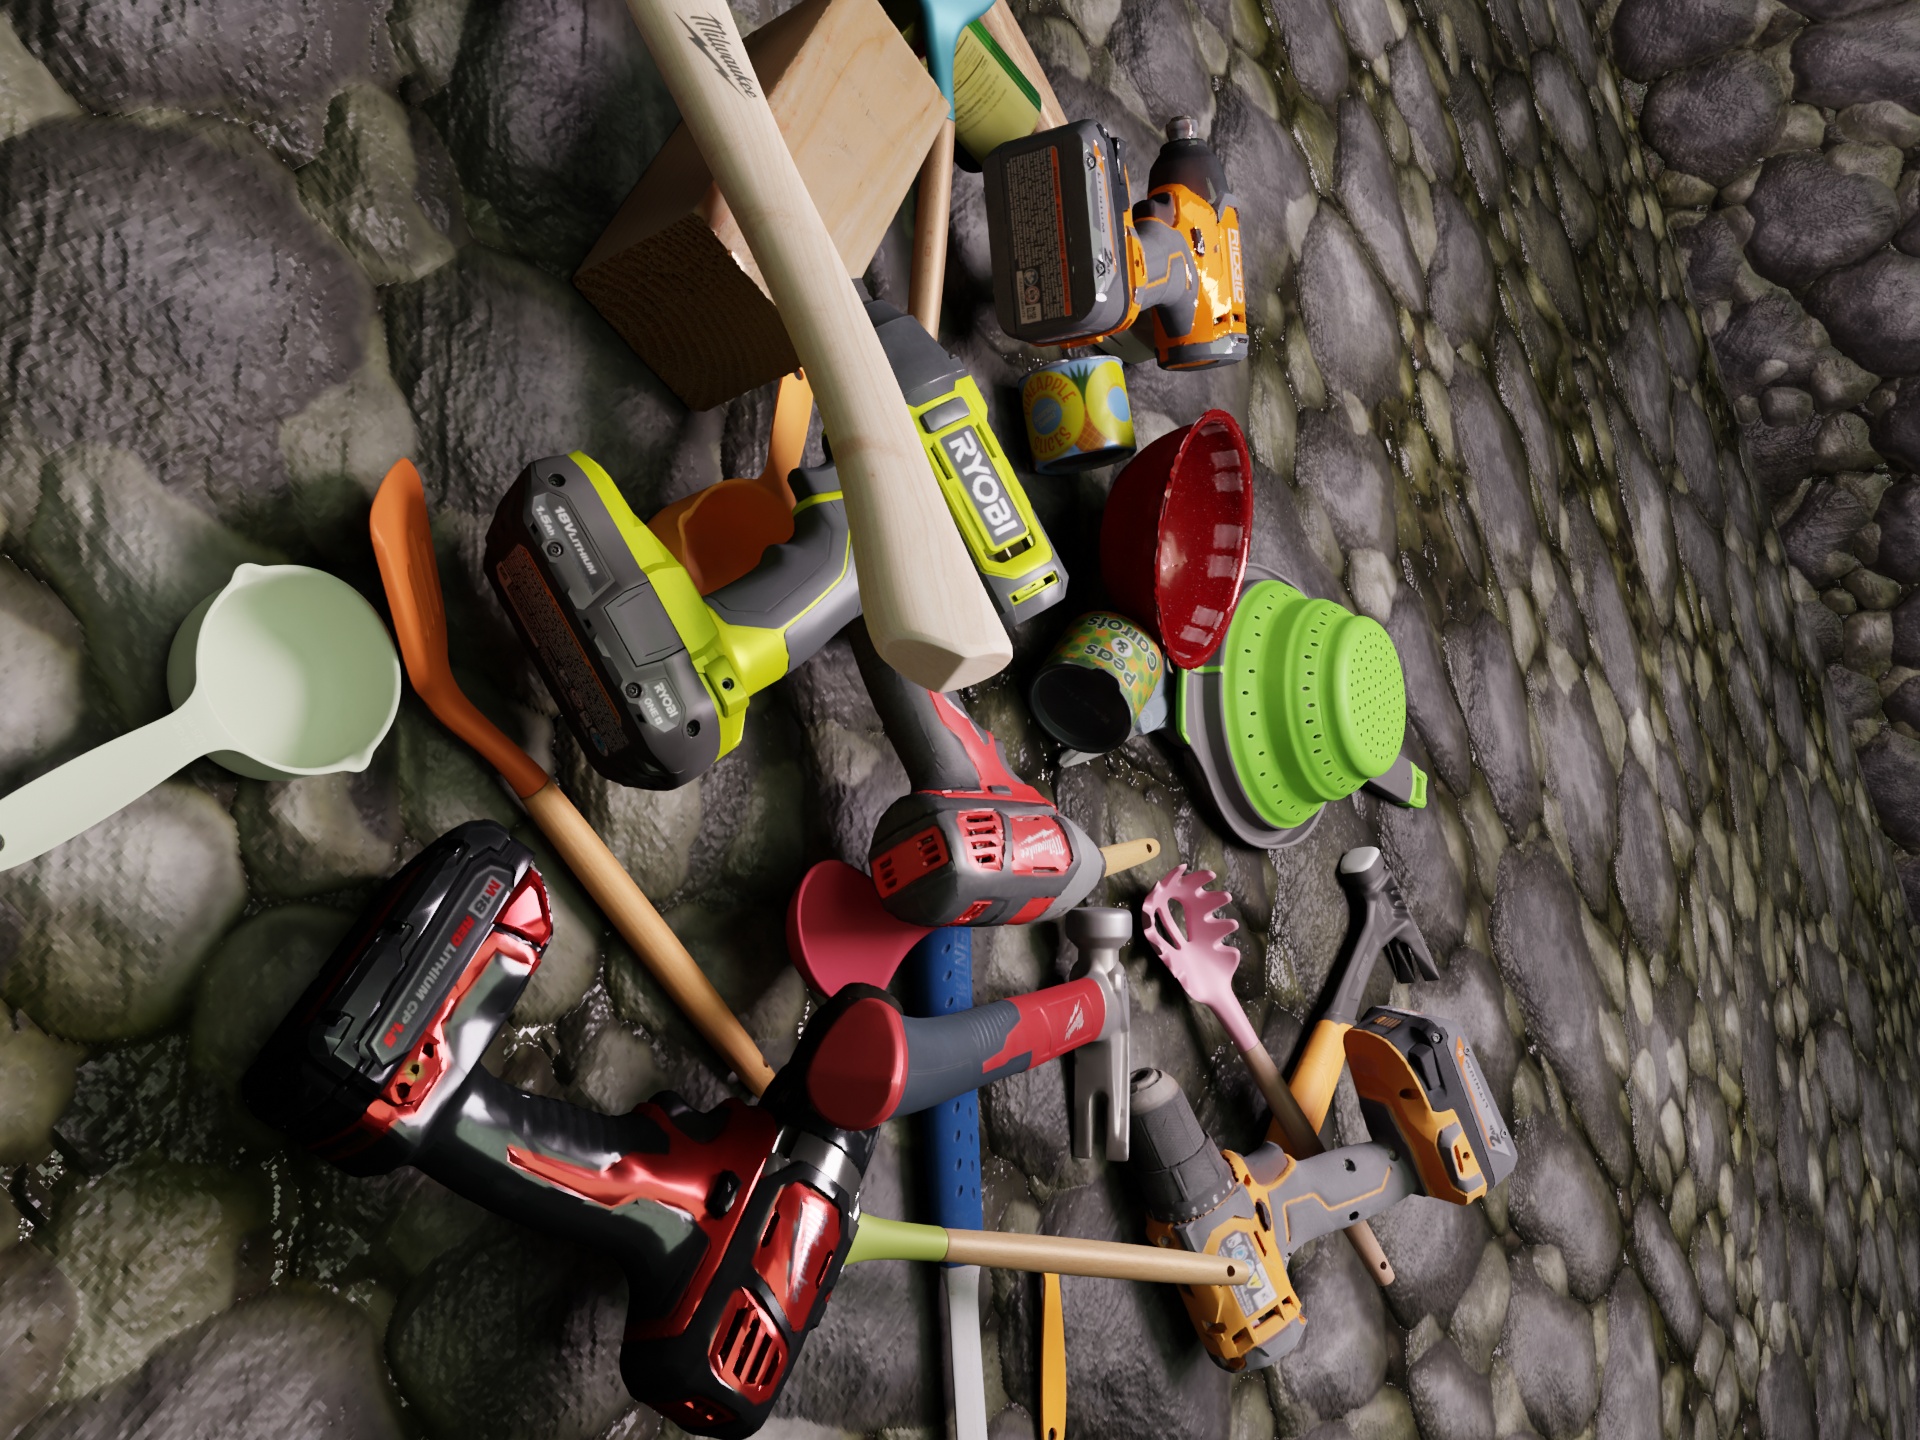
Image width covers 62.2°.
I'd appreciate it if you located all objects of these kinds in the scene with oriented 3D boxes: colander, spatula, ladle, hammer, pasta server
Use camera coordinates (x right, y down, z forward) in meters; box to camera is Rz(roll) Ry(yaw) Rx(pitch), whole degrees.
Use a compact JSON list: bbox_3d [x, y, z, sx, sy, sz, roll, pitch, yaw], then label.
[{"bbox_3d":[0.296,0.007,1.168,0.396,0.094,0.205,23,68,-49],"label":"colander"},{"bbox_3d":[-0.156,0.042,0.663,0.322,0.041,0.081,59,6,-26],"label":"spatula"},{"bbox_3d":[0.020,0.249,0.747,0.320,0.062,0.078,16,68,-29],"label":"ladle"},{"bbox_3d":[0.017,0.088,0.819,0.315,0.031,0.069,-8,81,-52],"label":"ladle"},{"bbox_3d":[-0.062,-0.199,0.669,0.146,0.038,0.411,-12,68,-30],"label":"hammer"},{"bbox_3d":[-0.008,-0.308,0.880,0.082,0.044,0.317,2,95,-40],"label":"spatula"},{"bbox_3d":[0.023,0.163,0.743,0.386,0.038,0.143,15,74,-70],"label":"hammer"},{"bbox_3d":[-0.002,0.282,0.792,0.144,0.035,0.406,9,73,-49],"label":"hammer"},{"bbox_3d":[0.263,0.237,1.129,0.127,0.034,0.337,60,42,-19],"label":"hammer"},{"bbox_3d":[0.060,-0.386,1.054,0.331,0.031,0.130,57,43,-23],"label":"hammer"},{"bbox_3d":[0.201,0.231,1.015,0.060,0.040,0.316,-33,97,-22],"label":"pasta server"}]

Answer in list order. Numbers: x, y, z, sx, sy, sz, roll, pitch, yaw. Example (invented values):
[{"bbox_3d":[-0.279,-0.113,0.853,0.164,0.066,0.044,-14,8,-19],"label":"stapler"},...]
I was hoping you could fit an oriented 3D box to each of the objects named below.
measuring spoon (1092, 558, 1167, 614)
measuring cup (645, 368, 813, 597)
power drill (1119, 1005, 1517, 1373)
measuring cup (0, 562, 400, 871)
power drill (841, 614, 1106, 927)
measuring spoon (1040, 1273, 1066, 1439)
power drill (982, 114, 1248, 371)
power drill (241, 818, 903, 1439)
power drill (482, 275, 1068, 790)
[{"bbox_3d":[0.104,-0.070,1.039,0.128,0.021,0.042,-29,99,-41],"label":"measuring spoon"},{"bbox_3d":[-0.105,-0.101,0.759,0.095,0.052,0.174,33,54,-40],"label":"measuring cup"},{"bbox_3d":[0.208,0.256,0.965,0.226,0.084,0.185,-28,97,-18],"label":"power drill"},{"bbox_3d":[-0.269,0.006,0.542,0.167,0.038,0.083,-43,113,-45],"label":"measuring cup"},{"bbox_3d":[-0.001,-0.003,0.789,0.143,0.078,0.220,7,58,-48],"label":"power drill"},{"bbox_3d":[0.046,0.340,0.859,0.021,0.011,0.117,10,76,-49],"label":"measuring spoon"},{"bbox_3d":[0.107,-0.306,0.992,0.226,0.084,0.164,-12,99,-54],"label":"power drill"},{"bbox_3d":[-0.125,0.135,0.606,0.226,0.080,0.188,42,48,-18],"label":"power drill"},{"bbox_3d":[-0.077,-0.083,0.674,0.223,0.080,0.171,-31,95,-30],"label":"power drill"}]
